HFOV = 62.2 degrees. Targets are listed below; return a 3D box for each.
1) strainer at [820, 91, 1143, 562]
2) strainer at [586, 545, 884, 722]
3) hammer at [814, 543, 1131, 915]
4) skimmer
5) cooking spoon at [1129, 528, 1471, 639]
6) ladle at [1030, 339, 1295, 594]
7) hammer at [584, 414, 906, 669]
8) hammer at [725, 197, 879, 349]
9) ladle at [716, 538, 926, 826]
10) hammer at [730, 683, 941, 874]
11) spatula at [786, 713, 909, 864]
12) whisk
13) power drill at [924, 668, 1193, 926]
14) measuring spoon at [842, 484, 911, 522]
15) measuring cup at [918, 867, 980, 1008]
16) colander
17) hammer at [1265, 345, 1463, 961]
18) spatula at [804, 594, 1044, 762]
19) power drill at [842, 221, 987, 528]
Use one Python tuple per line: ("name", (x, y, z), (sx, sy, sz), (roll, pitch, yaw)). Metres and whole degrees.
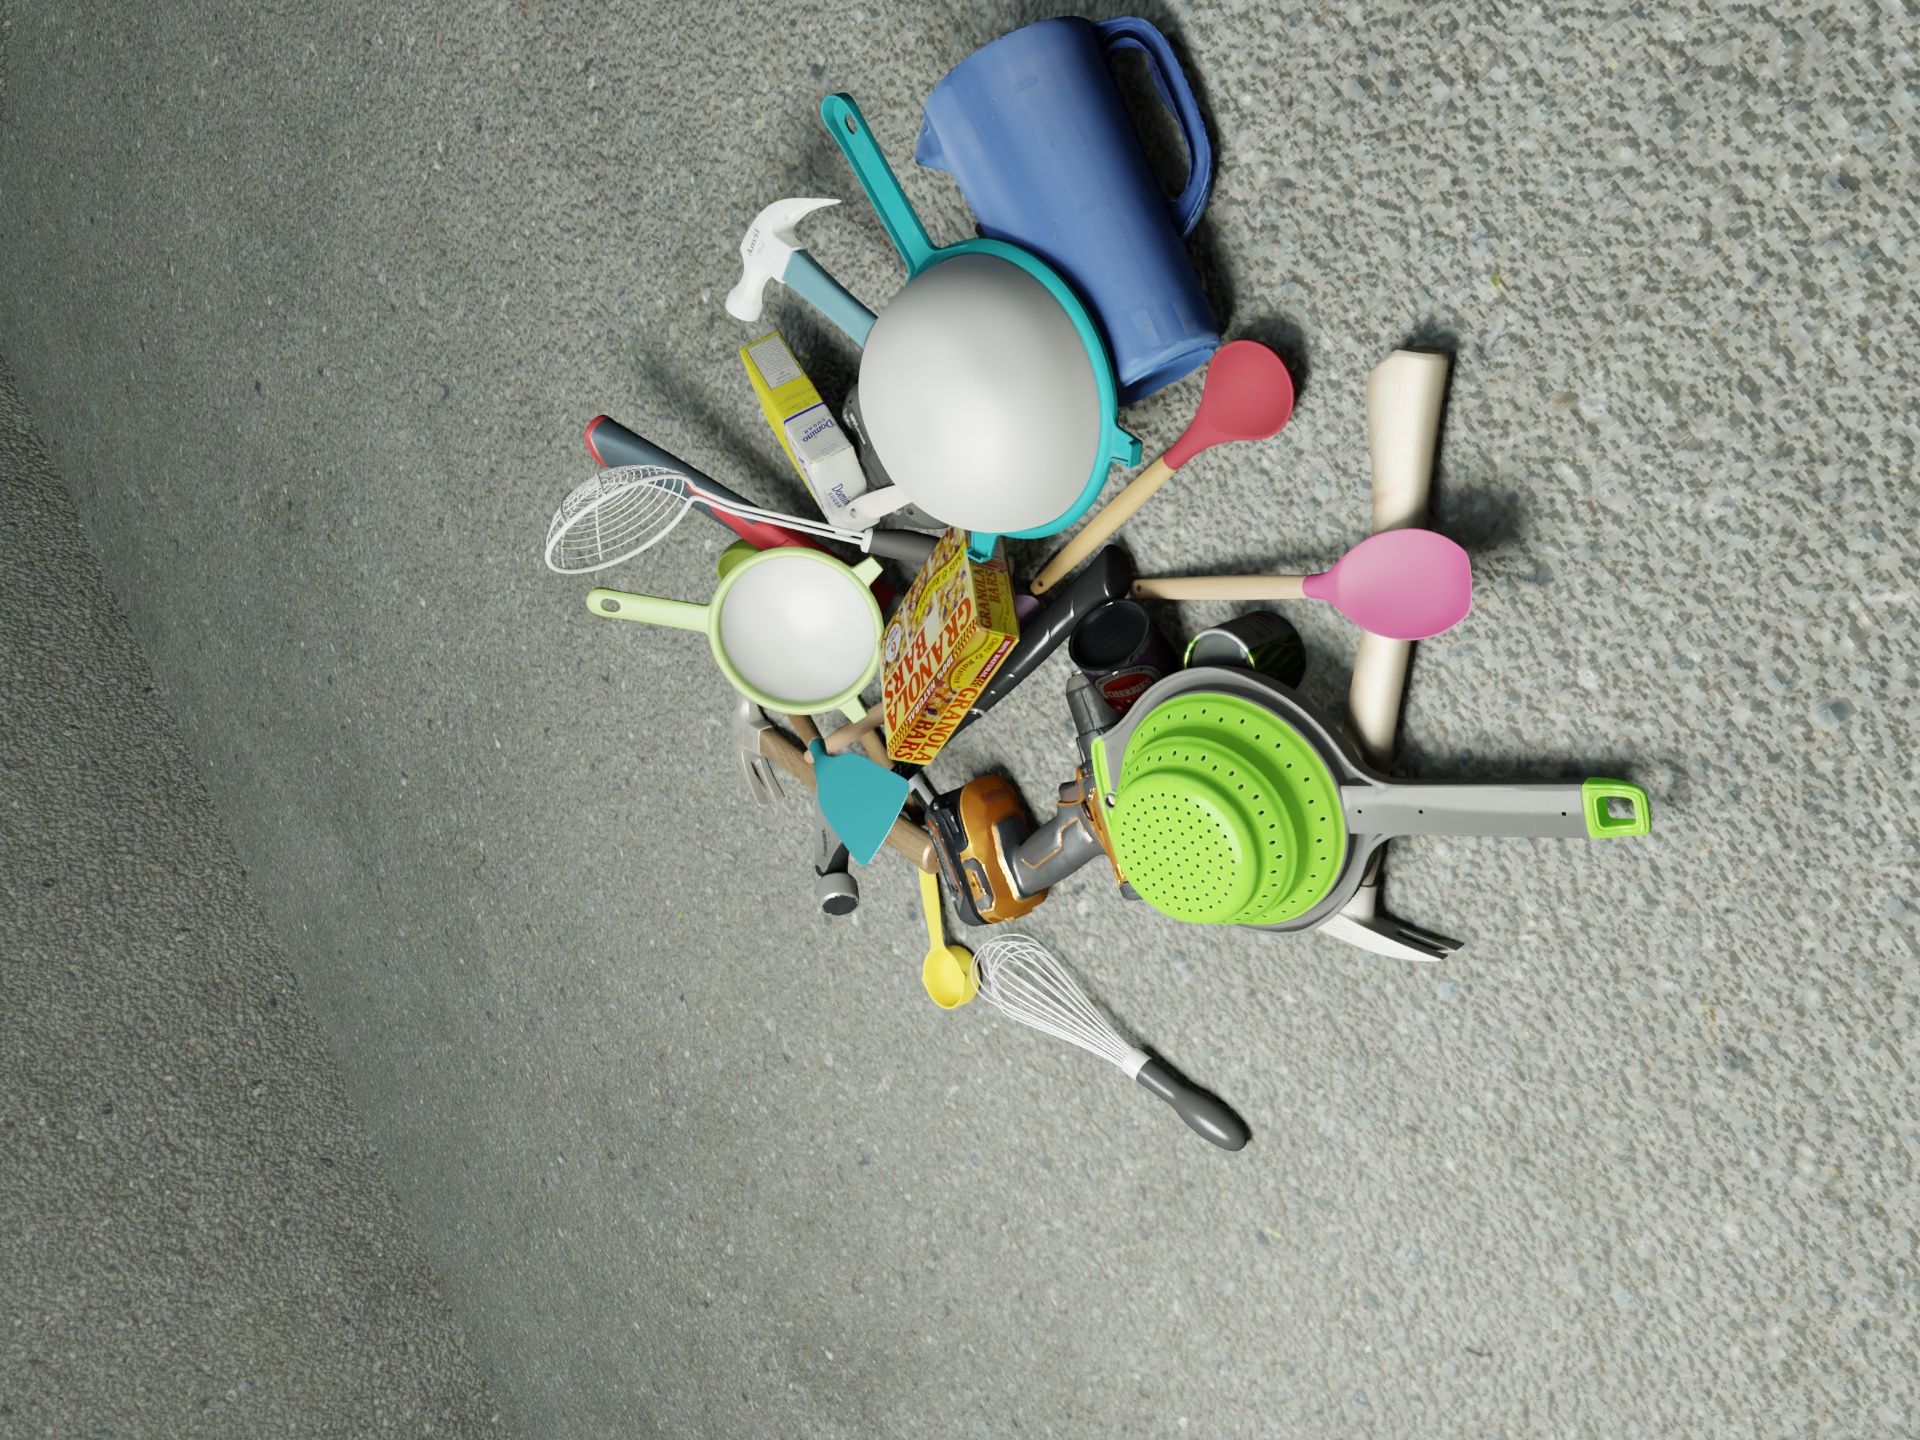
("strainer", (-0.032, -0.270, 1.086), (0.211, 0.095, 0.340), (-27, 92, 52))
("strainer", (-0.188, -0.093, 1.368), (0.256, 0.069, 0.151), (9, 114, 3))
("hammer", (-0.002, -0.004, 1.308), (0.409, 0.036, 0.149), (-44, 40, 33))
("skimmer", (-0.137, -0.130, 1.258), (0.127, 0.363, 0.090), (123, 156, -66))
("cooking spoon", (0.218, -0.091, 1.076), (0.319, 0.017, 0.069), (6, 102, 57))
("ladle", (0.139, -0.174, 1.166), (0.069, 0.031, 0.315), (54, 139, 4))
("hammer", (-0.178, -0.186, 1.419), (0.386, 0.038, 0.143), (32, 127, 16))
("hammer", (-0.058, -0.286, 1.218), (0.331, 0.033, 0.128), (45, 127, 23))
("ladle", (-0.126, -0.034, 1.481), (0.320, 0.062, 0.078), (58, 141, 9))
("hammer", (-0.123, 0.064, 1.509), (0.332, 0.031, 0.130), (30, 128, 44))
("spatula", (-0.127, 0.017, 1.425), (0.082, 0.044, 0.318), (-61, 29, 13))
("whisk", (0.123, 0.269, 1.335), (0.285, 0.070, 0.070), (33, 127, 28))
("power drill", (0.073, 0.067, 1.292), (0.226, 0.084, 0.185), (-21, 87, 45))
("measuring spoon", (-0.056, -0.175, 1.257), (0.124, 0.018, 0.034), (-13, 100, 44))
("measuring cup", (-0.014, 0.188, 1.476), (0.062, 0.029, 0.156), (-15, 81, 48))
("colander", (0.234, 0.070, 1.039), (0.397, 0.094, 0.204), (-2, 109, 40))
("hammer", (0.287, -0.037, 1.054), (0.146, 0.038, 0.410), (21, 119, 39))
("spatula", (-0.037, -0.028, 1.381), (0.316, 0.018, 0.059), (-31, 103, 40))
("power drill", (0.010, -0.264, 1.236), (0.223, 0.080, 0.171), (-36, 77, 44))
